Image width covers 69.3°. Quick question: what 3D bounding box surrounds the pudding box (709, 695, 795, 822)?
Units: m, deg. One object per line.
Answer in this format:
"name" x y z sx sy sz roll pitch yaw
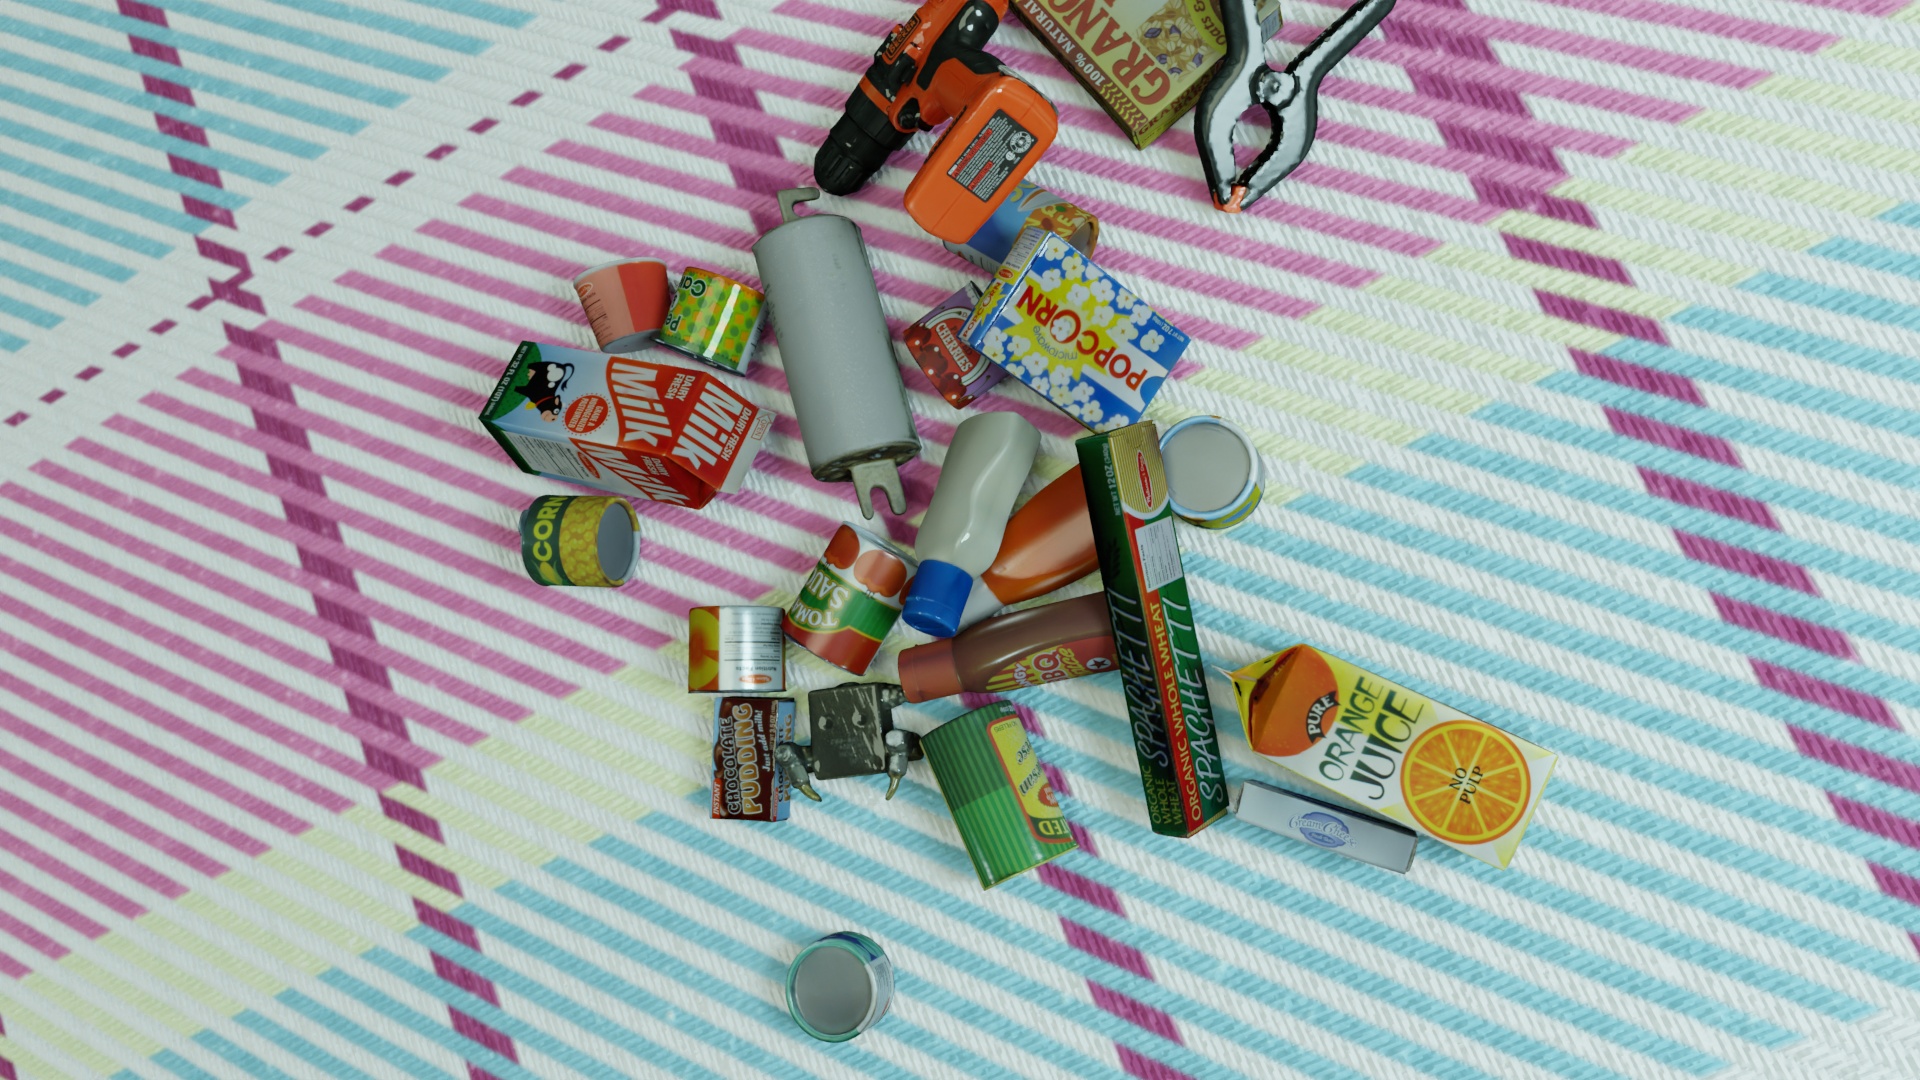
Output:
"pudding box" -0.143 0.148 0.949 0.049 0.030 0.084 0 83 18

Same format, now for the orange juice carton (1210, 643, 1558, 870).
"orange juice carton" 0.239 0.116 0.819 0.193 0.072 0.073 24 90 17

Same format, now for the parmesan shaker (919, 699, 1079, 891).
"parmesan shaker" 0.023 0.160 0.877 0.071 0.071 0.103 -28 77 12

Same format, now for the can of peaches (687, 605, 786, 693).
"can of peaches" -0.153 0.075 0.944 0.071 0.071 0.058 -3 83 16

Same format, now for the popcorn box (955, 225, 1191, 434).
"popcorn box" 0.072 -0.128 0.876 0.126 0.038 0.085 31 94 -28

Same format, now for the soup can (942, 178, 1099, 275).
"soup can" 0.041 -0.205 0.918 0.084 0.071 0.071 32 93 17

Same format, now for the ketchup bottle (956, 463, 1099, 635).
"ketchup bottle" 0.050 0.007 0.902 0.148 0.043 0.065 -35 66 10

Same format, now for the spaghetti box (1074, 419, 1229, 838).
"spaghetti box" 0.117 0.054 0.840 0.028 0.050 0.249 -6 98 43

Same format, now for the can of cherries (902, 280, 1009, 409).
"can of cherries" 0.003 -0.129 0.918 0.058 0.071 0.071 -34 76 11

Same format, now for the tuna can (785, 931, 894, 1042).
"tuna can" -0.082 0.293 0.913 0.071 0.033 0.071 -2 83 16

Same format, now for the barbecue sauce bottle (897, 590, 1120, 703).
"barbecue sauce bottle" 0.035 0.071 0.885 0.148 0.064 0.044 -14 57 12

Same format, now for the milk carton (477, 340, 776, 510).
"milk carton" -0.226 -0.078 0.968 0.191 0.073 0.072 12 63 18

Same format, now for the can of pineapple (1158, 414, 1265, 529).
"can of pineapple" 0.154 -0.041 0.870 0.071 0.058 0.071 -2 83 16

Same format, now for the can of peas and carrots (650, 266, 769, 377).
"can of peas and carrots" -0.174 -0.154 0.974 0.071 0.071 0.058 21 89 18

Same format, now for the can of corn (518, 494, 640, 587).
"can of corn" -0.269 -0.001 0.983 0.058 0.071 0.071 1 84 16

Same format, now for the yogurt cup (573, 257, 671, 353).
"yogurt cup" -0.239 -0.168 0.999 0.072 0.072 0.054 -16 87 14

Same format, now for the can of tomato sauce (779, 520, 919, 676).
"can of tomato sauce" -0.072 0.037 0.921 0.071 0.071 0.083 32 93 17

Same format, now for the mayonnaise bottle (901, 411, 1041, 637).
"mayonnaise bottle" 0.003 -0.011 0.889 0.064 0.041 0.148 -8 55 49

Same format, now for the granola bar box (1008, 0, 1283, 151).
"granola bar box" 0.114 -0.363 0.930 0.124 0.039 0.166 -40 75 8

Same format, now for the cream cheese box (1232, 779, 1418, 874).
"cream cheese box" 0.217 0.170 0.829 0.104 0.053 0.024 16 87 18
